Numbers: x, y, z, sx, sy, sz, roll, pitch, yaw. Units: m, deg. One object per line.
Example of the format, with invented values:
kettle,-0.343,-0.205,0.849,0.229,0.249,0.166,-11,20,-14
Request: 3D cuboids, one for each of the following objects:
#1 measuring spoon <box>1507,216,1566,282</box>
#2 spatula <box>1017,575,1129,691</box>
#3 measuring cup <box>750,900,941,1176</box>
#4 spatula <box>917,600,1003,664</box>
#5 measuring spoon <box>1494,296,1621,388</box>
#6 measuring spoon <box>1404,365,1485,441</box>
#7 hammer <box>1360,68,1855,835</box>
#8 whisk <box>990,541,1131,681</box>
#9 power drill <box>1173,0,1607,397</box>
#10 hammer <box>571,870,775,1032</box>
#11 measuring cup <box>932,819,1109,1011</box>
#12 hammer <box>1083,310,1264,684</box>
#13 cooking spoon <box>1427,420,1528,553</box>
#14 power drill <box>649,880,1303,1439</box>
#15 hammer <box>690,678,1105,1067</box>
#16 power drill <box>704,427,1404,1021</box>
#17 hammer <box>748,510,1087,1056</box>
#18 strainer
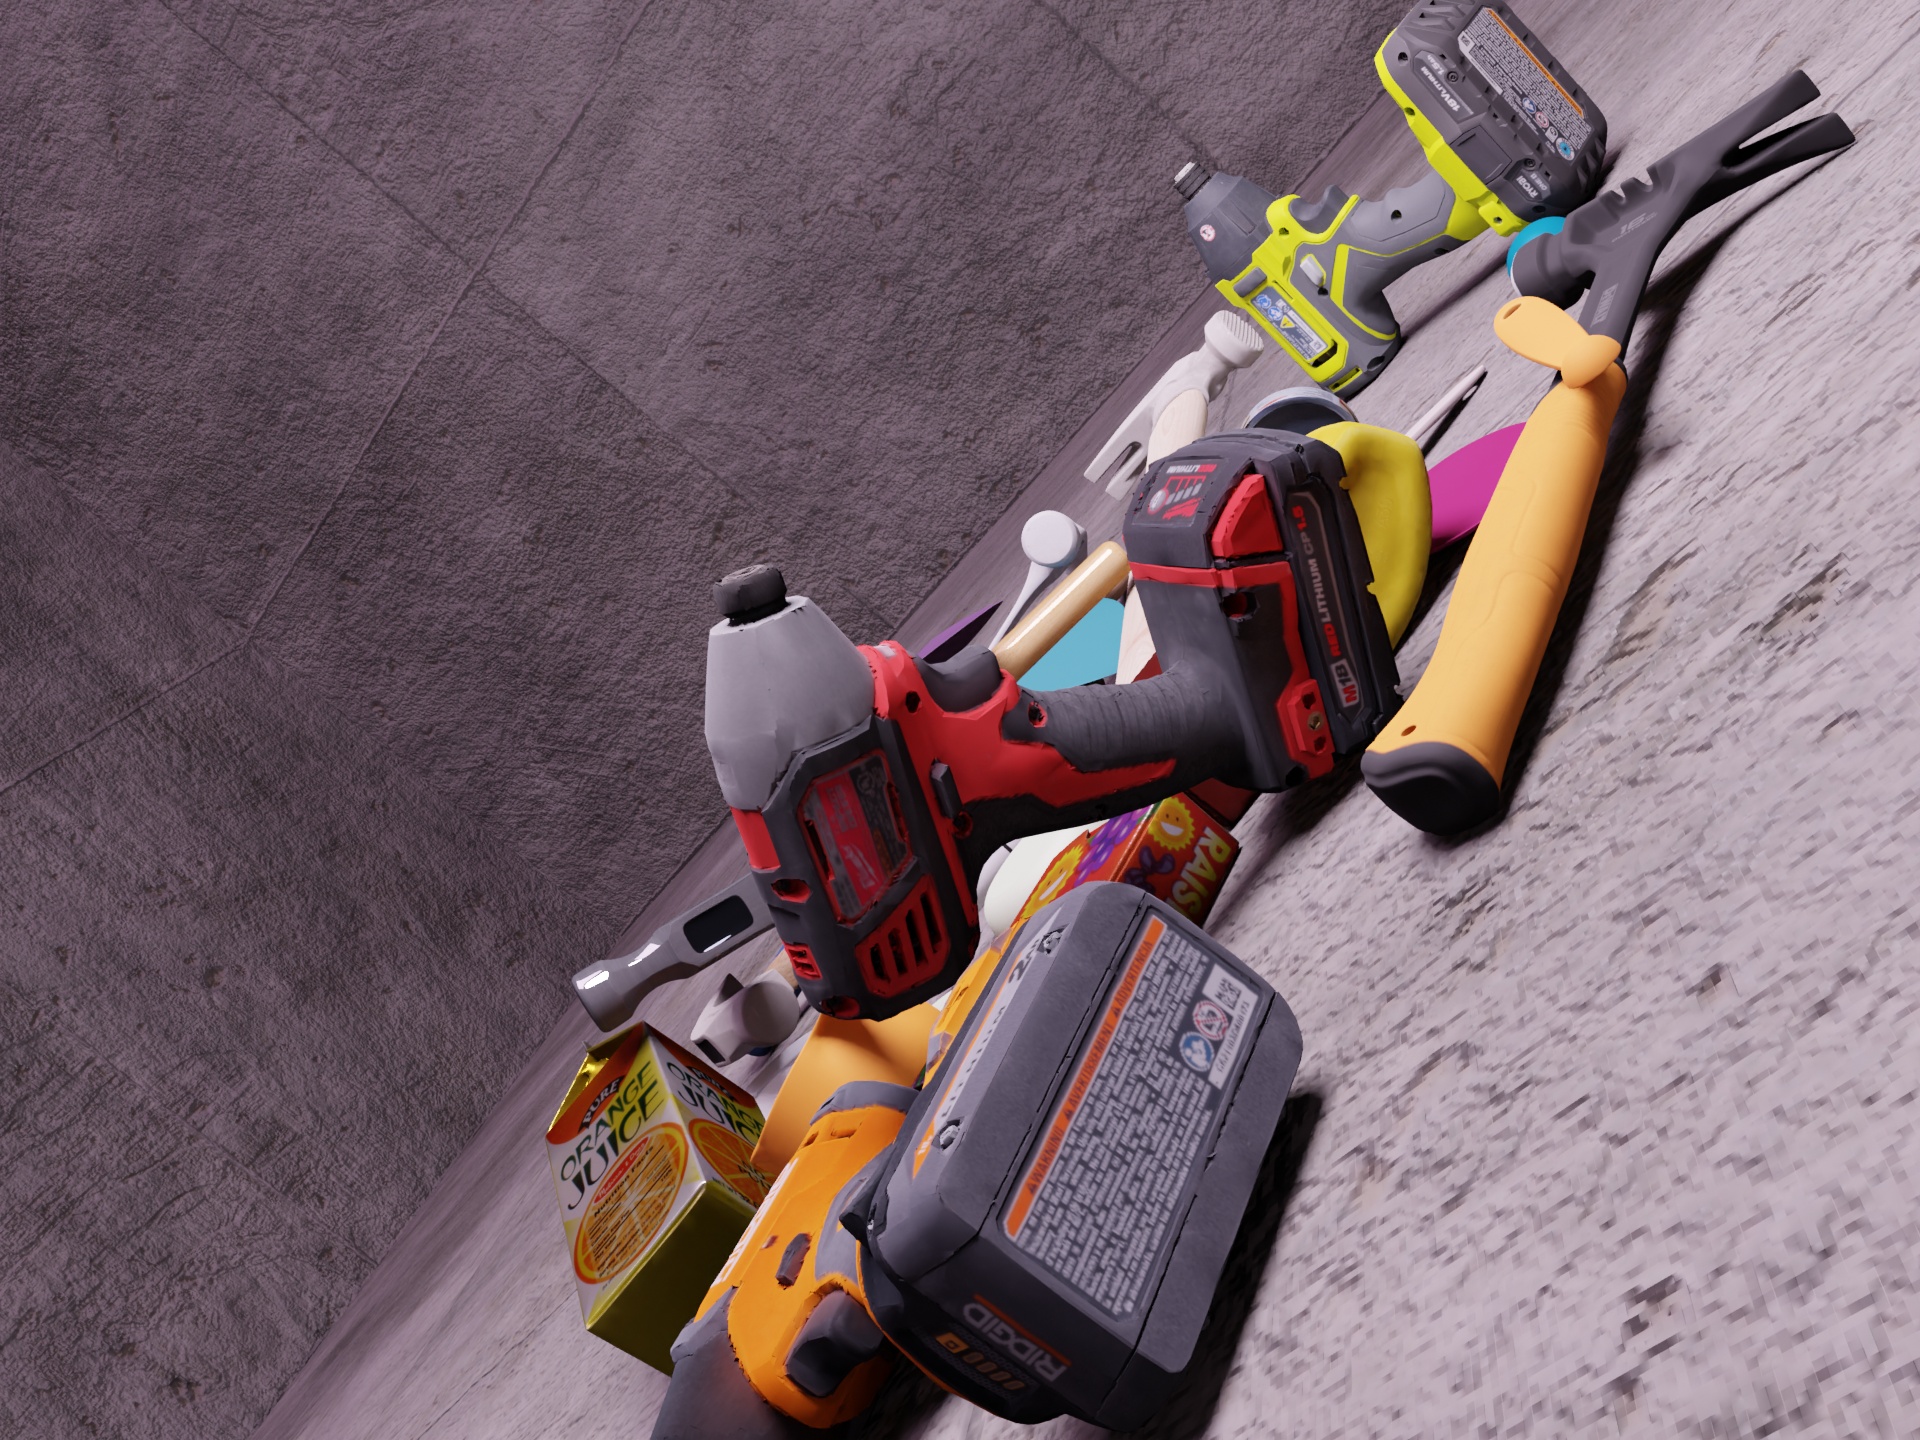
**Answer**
measuring spoon,0.299,-0.240,0.777,0.042,0.021,0.128,-49,6,2
spatula,0.091,-0.068,1.046,0.082,0.044,0.317,-17,6,15
measuring cup,-0.027,0.120,0.595,0.095,0.052,0.173,-54,-11,-42
spatula,-0.017,-0.032,0.886,0.060,0.018,0.316,-37,1,-8
measuring spoon,0.201,-0.135,0.548,0.021,0.011,0.117,-42,15,19
measuring spoon,0.215,-0.126,0.754,0.124,0.018,0.034,-45,4,-17
hammer,0.205,-0.095,0.523,0.127,0.034,0.337,-28,23,51
whisk,0.000,-0.001,0.839,0.245,0.051,0.047,-44,26,4
power drill,0.235,-0.302,0.915,0.080,0.171,0.223,-53,11,-32
hammer,-0.138,0.117,0.863,0.128,0.033,0.331,-31,-2,-13
measuring cup,0.016,0.092,0.712,0.167,0.038,0.083,-43,10,37
hammer,0.105,-0.089,0.881,0.146,0.038,0.411,-48,16,35
cooking spoon,0.162,-0.065,0.727,0.069,0.017,0.319,-55,9,-21
power drill,-0.015,0.154,0.441,0.226,0.084,0.164,-48,6,49
hammer,-0.026,0.073,0.893,0.331,0.031,0.130,-43,4,-32
power drill,0.026,-0.011,0.514,0.219,0.143,0.079,-25,17,-20
hammer,-0.034,0.044,1.038,0.405,0.035,0.144,-58,-7,8
strainer,-0.041,0.138,0.770,0.258,0.050,0.087,-49,10,8
